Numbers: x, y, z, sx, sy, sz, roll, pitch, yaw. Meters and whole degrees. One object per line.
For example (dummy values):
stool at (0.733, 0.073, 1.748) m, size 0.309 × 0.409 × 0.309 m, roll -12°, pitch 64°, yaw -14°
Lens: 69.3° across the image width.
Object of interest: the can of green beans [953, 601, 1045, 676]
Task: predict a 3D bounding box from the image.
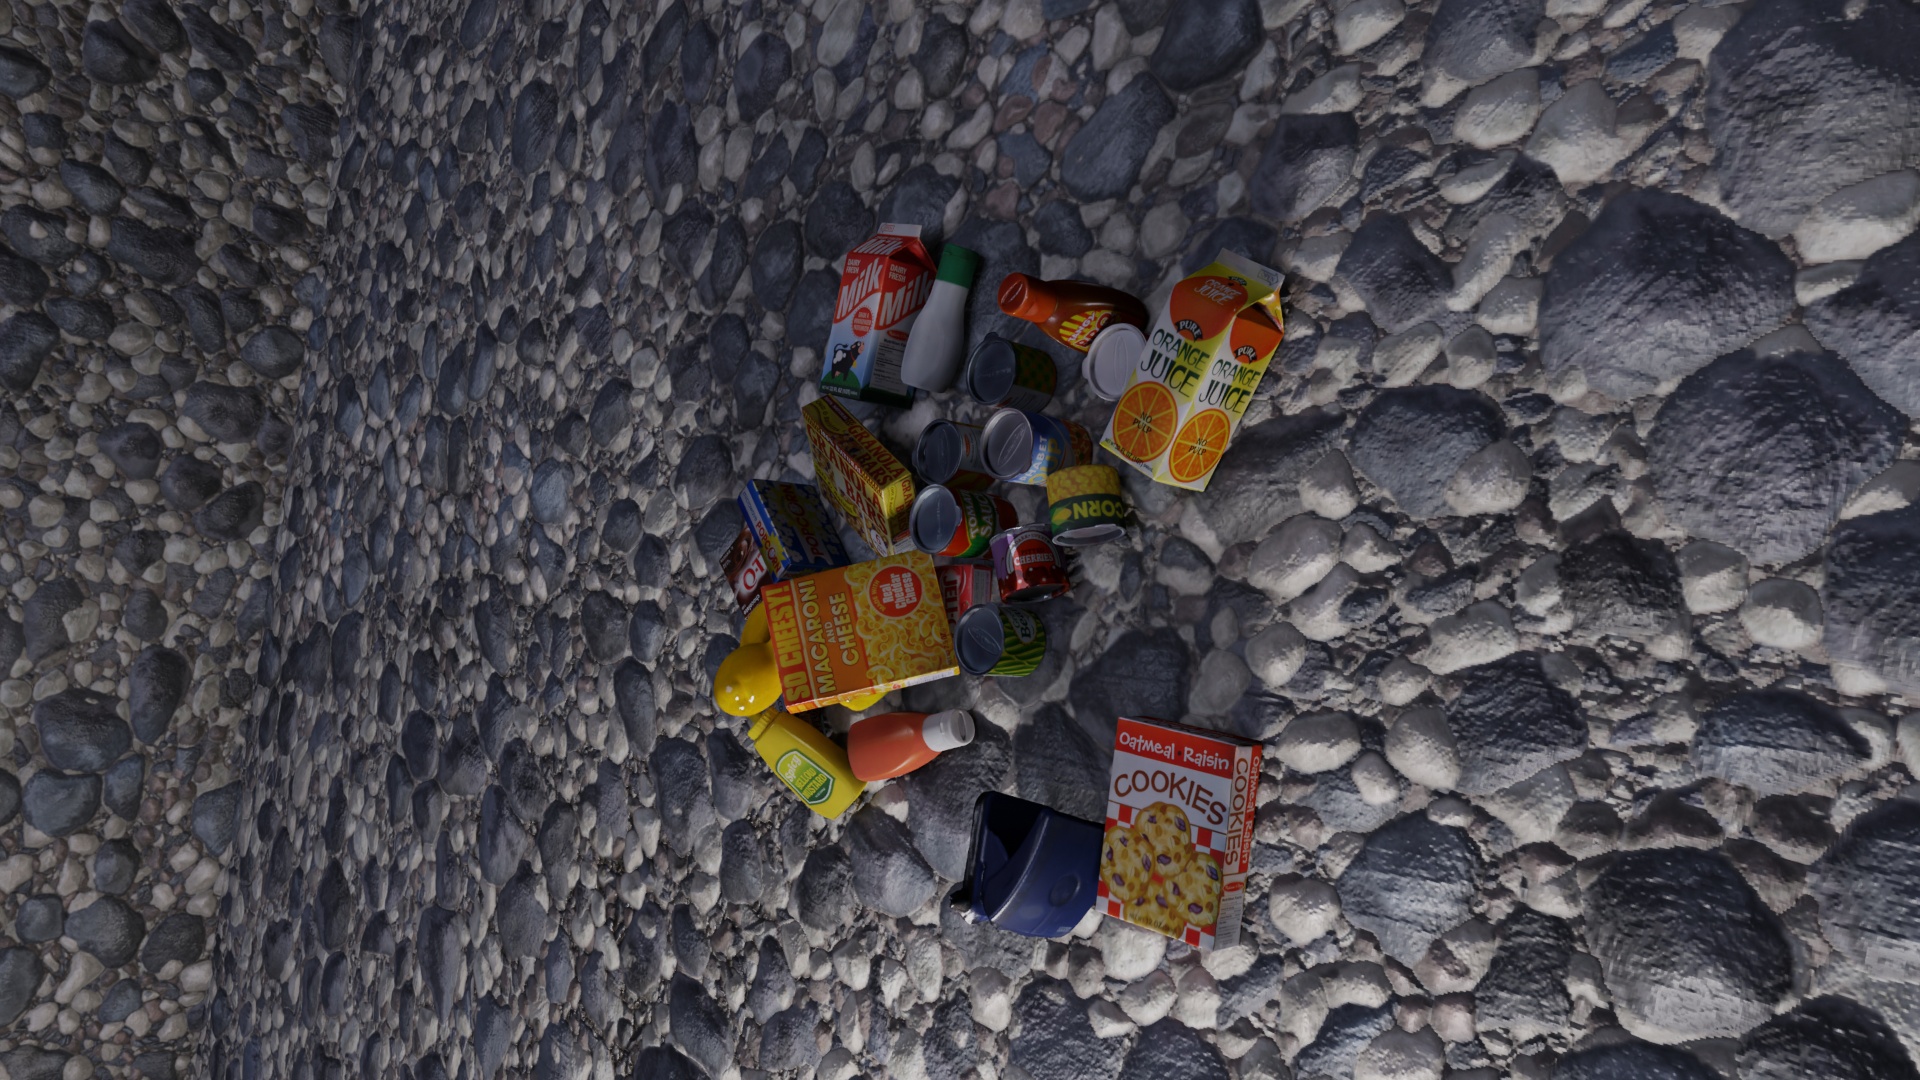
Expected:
can of green beans at (0.037, 0.094, 1.299) m, size 0.071 × 0.058 × 0.071 m, roll -8°, pitch 79°, yaw 45°

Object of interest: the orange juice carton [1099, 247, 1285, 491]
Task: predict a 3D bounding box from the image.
orange juice carton at (0.200, -0.144, 1.157) m, size 0.072 × 0.073 × 0.192 m, roll 39°, pitch 111°, yaw 42°

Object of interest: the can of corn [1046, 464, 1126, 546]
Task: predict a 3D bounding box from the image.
can of corn at (0.112, -0.032, 1.233) m, size 0.071 × 0.071 × 0.058 m, roll -20°, pitch 70°, yaw 42°

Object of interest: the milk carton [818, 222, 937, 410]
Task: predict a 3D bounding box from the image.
milk carton at (-0.082, -0.239, 1.458) m, size 0.072 × 0.073 × 0.190 m, roll 17°, pitch 96°, yaw 46°

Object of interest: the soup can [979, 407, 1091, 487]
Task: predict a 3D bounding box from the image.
soup can at (0.071, -0.081, 1.271) m, size 0.071 × 0.084 × 0.071 m, roll -8°, pitch 79°, yaw 45°

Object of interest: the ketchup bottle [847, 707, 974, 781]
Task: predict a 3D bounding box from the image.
ketchup bottle at (-0.050, 0.198, 1.382) m, size 0.148 × 0.043 × 0.065 m, roll -21°, pitch 70°, yaw 42°

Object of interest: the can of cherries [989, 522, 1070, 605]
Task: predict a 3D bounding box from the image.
can of cherries at (0.064, 0.022, 1.273) m, size 0.071 × 0.071 × 0.058 m, roll -26°, pitch 67°, yaw 41°

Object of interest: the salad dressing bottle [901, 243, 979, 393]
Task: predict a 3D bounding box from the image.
salad dressing bottle at (-0.018, -0.226, 1.414) m, size 0.064 × 0.044 × 0.147 m, roll 25°, pitch 101°, yaw 47°

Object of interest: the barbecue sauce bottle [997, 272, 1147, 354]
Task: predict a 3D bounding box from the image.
barbecue sauce bottle at (0.096, -0.201, 1.217) m, size 0.064 × 0.149 × 0.044 m, roll -46°, pitch 54°, yaw 31°

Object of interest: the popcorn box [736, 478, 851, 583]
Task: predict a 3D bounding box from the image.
popcorn box at (-0.182, -0.008, 1.517) m, size 0.038 × 0.085 × 0.127 m, roll -50°, pitch 53°, yaw 30°

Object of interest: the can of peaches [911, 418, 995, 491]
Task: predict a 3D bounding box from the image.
can of peaches at (-0.003, -0.083, 1.366) m, size 0.071 × 0.058 × 0.071 m, roll -7°, pitch 80°, yaw 45°

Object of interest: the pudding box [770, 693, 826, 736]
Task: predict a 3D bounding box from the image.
pudding box at (-0.178, 0.186, 1.510) m, size 0.030 × 0.050 × 0.084 m, roll -31°, pitch 62°, yaw 41°

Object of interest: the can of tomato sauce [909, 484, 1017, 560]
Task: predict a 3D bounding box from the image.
can of tomato sauce at (0.005, -0.017, 1.329) m, size 0.071 × 0.083 × 0.071 m, roll -8°, pitch 79°, yaw 45°

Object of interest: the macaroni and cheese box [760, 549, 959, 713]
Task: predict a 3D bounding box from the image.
macaroni and cheese box at (-0.096, 0.086, 1.330) m, size 0.166 × 0.040 × 0.124 m, roll -13°, pitch 73°, yaw -3°

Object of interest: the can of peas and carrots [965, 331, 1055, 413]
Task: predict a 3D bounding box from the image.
can of peas and carrots at (0.048, -0.158, 1.324) m, size 0.071 × 0.059 × 0.071 m, roll -9°, pitch 77°, yaw 44°

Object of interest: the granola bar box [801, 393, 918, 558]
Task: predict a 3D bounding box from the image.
granola bar box at (-0.099, -0.058, 1.427) m, size 0.166 × 0.039 × 0.123 m, roll 45°, pitch 154°, yaw 39°

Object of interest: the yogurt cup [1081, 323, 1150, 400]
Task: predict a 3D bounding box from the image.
yogurt cup at (0.153, -0.153, 1.220) m, size 0.072 × 0.054 × 0.072 m, roll -8°, pitch 79°, yaw 45°

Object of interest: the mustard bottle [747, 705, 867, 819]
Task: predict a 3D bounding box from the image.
mustard bottle at (-0.173, 0.219, 1.443) m, size 0.160 × 0.049 × 0.065 m, roll 40°, pitch 115°, yaw 0°

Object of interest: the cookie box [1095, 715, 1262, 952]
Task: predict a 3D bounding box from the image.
cookie box at (0.179, 0.237, 1.146) m, size 0.123 × 0.040 × 0.167 m, roll 7°, pitch 90°, yaw 46°
